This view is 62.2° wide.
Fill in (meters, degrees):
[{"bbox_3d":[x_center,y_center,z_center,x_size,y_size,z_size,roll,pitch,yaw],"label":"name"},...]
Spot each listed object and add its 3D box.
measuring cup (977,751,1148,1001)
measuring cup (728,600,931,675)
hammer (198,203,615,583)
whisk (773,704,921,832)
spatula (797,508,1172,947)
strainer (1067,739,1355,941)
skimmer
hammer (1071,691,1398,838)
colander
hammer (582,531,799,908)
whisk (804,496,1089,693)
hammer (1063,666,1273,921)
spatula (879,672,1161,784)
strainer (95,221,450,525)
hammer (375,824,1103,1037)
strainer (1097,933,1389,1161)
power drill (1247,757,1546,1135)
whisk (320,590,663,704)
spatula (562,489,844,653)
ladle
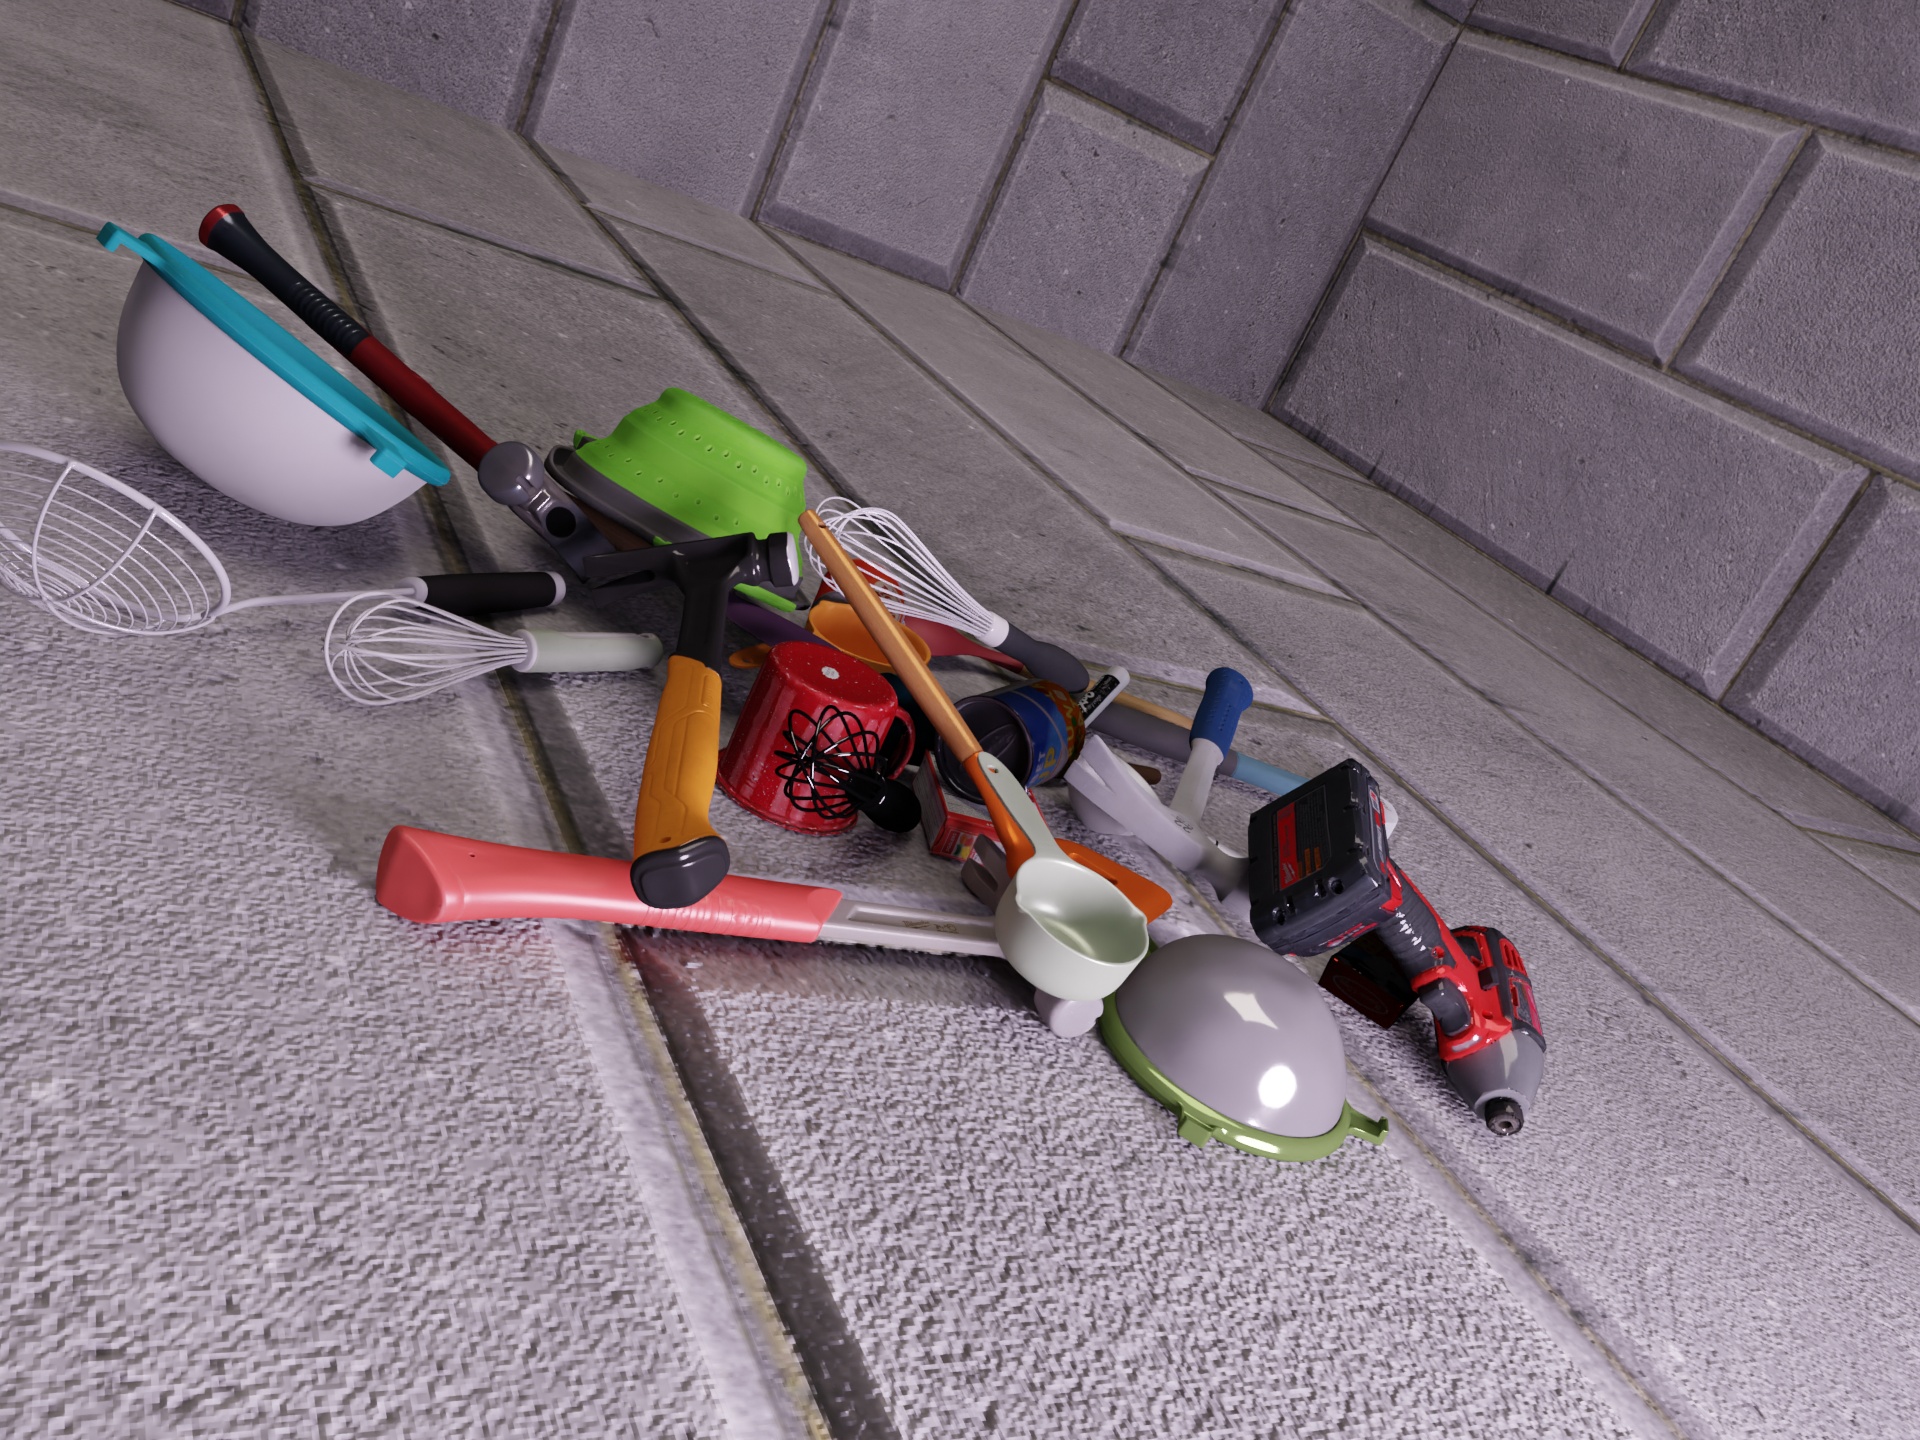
[{"bbox_3d":[0.037,0.080,0.834,0.083,0.038,0.168,10,32,-33],"label":"measuring cup"},{"bbox_3d":[-0.095,-0.031,1.051,0.095,0.052,0.173,36,29,27],"label":"measuring cup"},{"bbox_3d":[-0.386,-0.233,1.080,0.386,0.038,0.143,40,-8,21],"label":"hammer"},{"bbox_3d":[-0.052,0.034,0.845,0.055,0.055,0.238,31,-4,13],"label":"whisk"},{"bbox_3d":[-0.001,-0.003,0.918,0.081,0.041,0.323,-19,68,-43],"label":"spatula"},{"bbox_3d":[0.157,0.085,1.075,0.258,0.050,0.087,30,26,-3],"label":"strainer"},{"bbox_3d":[-0.346,-0.097,0.860,0.127,0.090,0.363,0,6,28],"label":"skimmer"},{"bbox_3d":[0.204,0.029,1.271,0.331,0.033,0.128,20,20,-14],"label":"hammer"},{"bbox_3d":[-0.209,-0.193,1.163,0.204,0.094,0.397,26,8,-33],"label":"colander"},{"bbox_3d":[-0.148,-0.013,0.827,0.127,0.034,0.337,-8,31,-1],"label":"hammer"},{"bbox_3d":[0.000,-0.077,1.125,0.284,0.070,0.070,28,14,-40],"label":"whisk"},{"bbox_3d":[0.171,0.021,1.135,0.144,0.035,0.405,36,20,3],"label":"hammer"},{"bbox_3d":[0.038,0.017,1.088,0.317,0.082,0.044,9,68,-46],"label":"spatula"},{"bbox_3d":[-0.426,-0.185,1.002,0.211,0.095,0.340,40,-3,-10],"label":"strainer"},{"bbox_3d":[-0.101,0.086,0.780,0.358,0.036,0.149,12,25,-33],"label":"hammer"},{"bbox_3d":[0.131,0.131,0.889,0.151,0.069,0.257,10,27,-35],"label":"strainer"},{"bbox_3d":[0.266,0.139,0.935,0.219,0.078,0.143,43,31,-21],"label":"power drill"},{"bbox_3d":[-0.254,-0.040,0.898,0.058,0.059,0.246,5,5,30],"label":"whisk"},{"bbox_3d":[-0.181,-0.096,1.057,0.316,0.018,0.059,31,19,34],"label":"spatula"},{"bbox_3d":[0.070,-0.035,1.283,0.315,0.031,0.069,18,22,-23],"label":"ladle"}]
